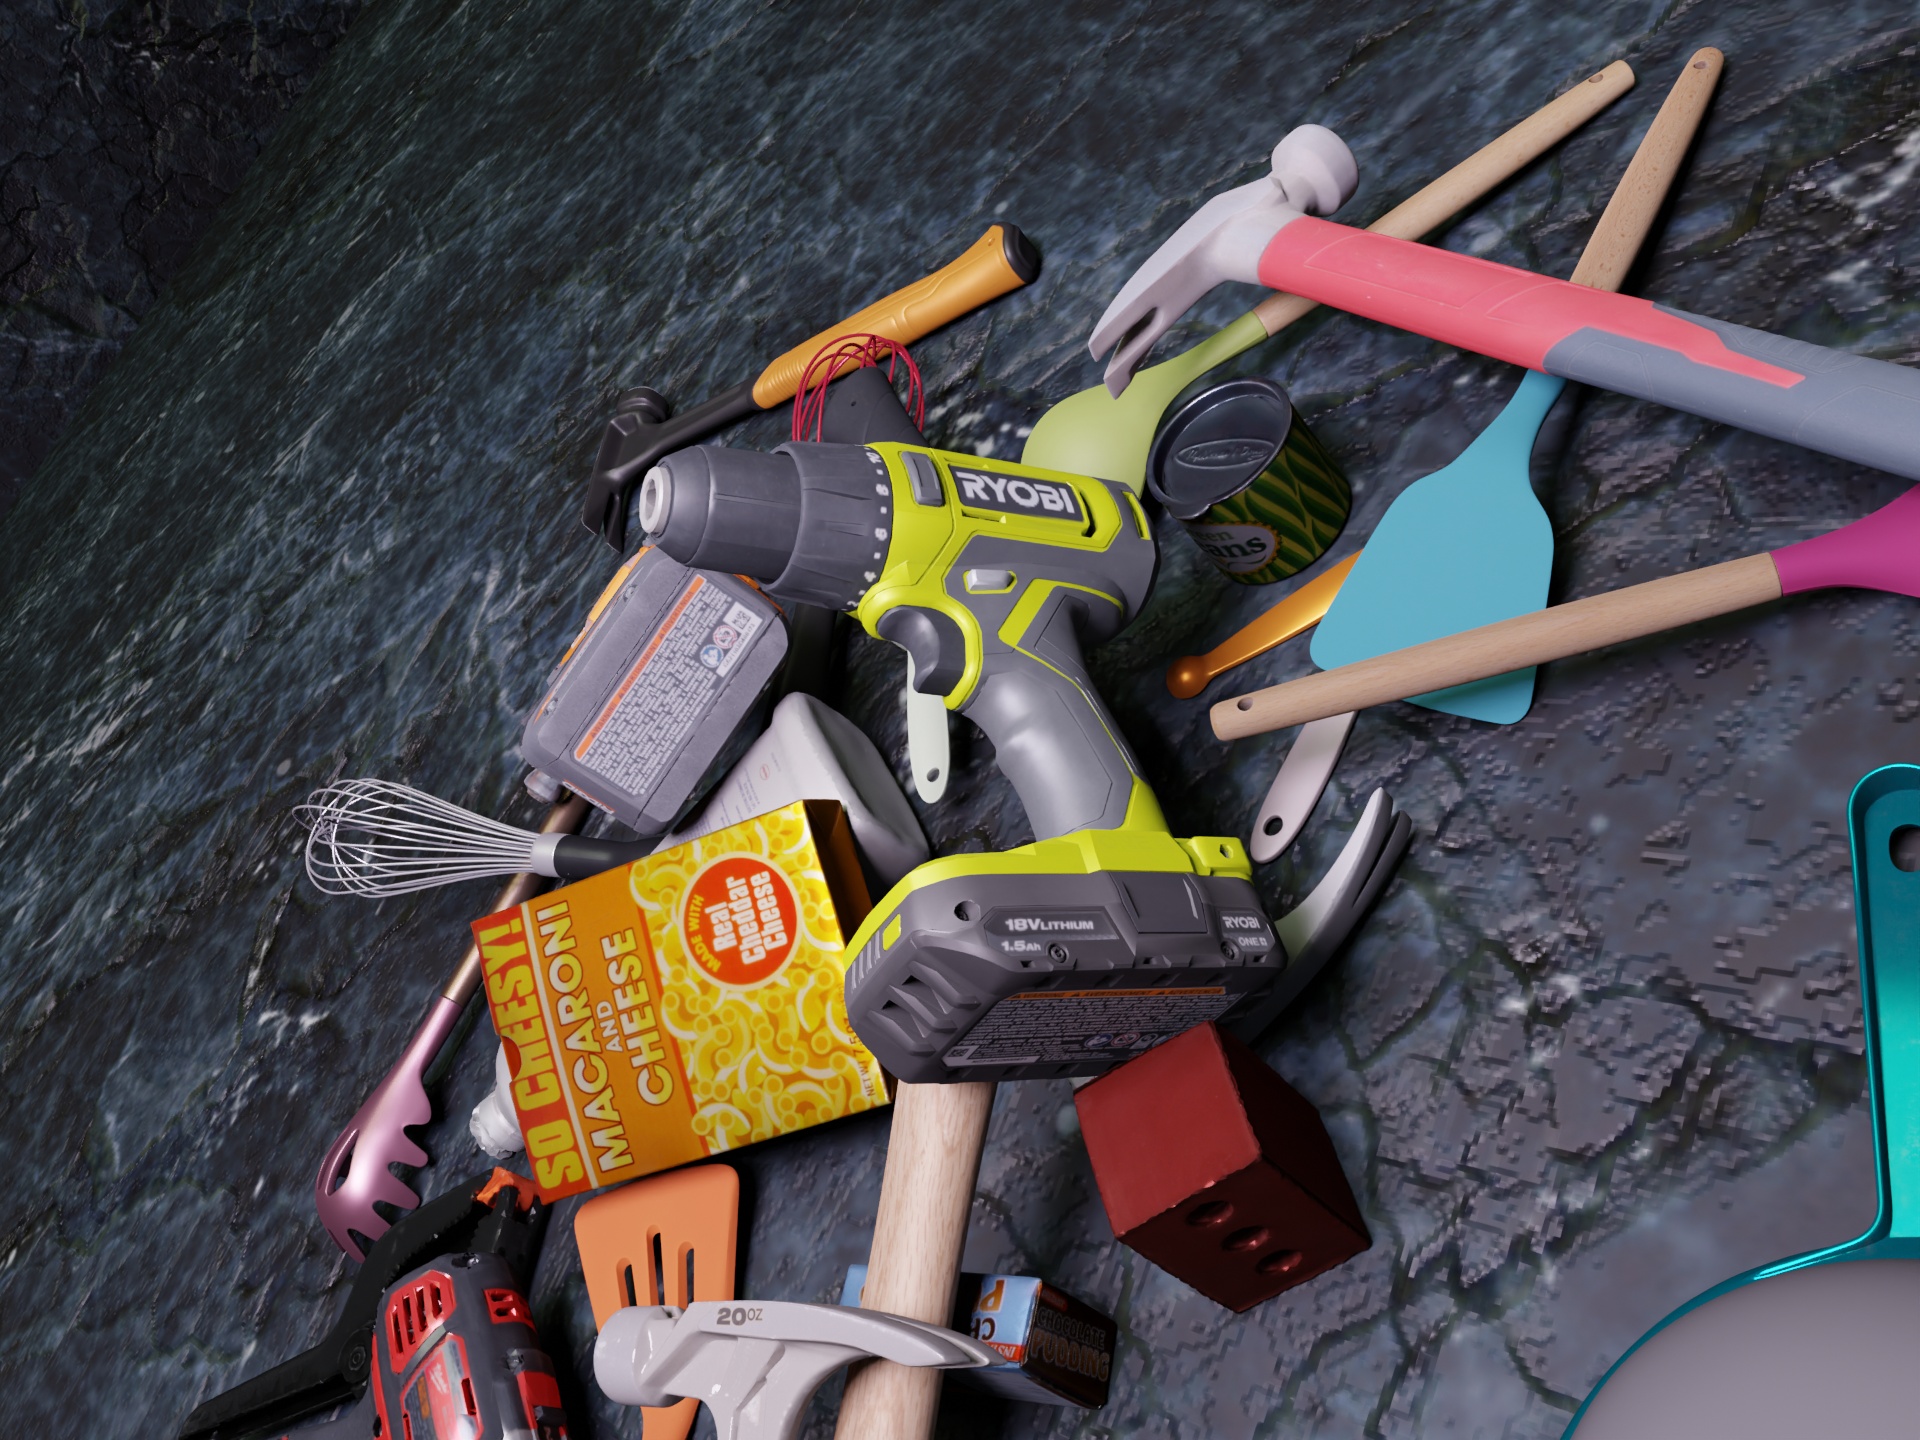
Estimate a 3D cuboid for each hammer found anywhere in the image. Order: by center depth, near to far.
[{"bbox_3d":[-0.061,0.347,0.427,0.149,0.036,0.359,-13,64,37],"label":"hammer"},{"bbox_3d":[-0.030,0.263,0.480,0.130,0.031,0.331,0,73,40],"label":"hammer"},{"bbox_3d":[0.211,-0.121,0.547,0.143,0.038,0.387,-45,45,-10],"label":"hammer"},{"bbox_3d":[0.028,-0.035,0.670,0.149,0.036,0.409,-40,48,11],"label":"hammer"},{"bbox_3d":[-0.099,-0.210,0.971,0.337,0.034,0.127,-19,47,31],"label":"hammer"}]

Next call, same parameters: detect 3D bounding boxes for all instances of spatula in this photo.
[{"bbox_3d":[-0.123,0.310,0.554,0.081,0.041,0.323,-19,38,18],"label":"spatula"},{"bbox_3d":[0.235,-0.144,0.613,0.082,0.044,0.317,20,67,30],"label":"spatula"}]

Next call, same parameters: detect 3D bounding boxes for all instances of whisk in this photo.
[{"bbox_3d":[-0.068,-0.084,0.824,0.073,0.073,0.296,-11,58,37],"label":"whisk"},{"bbox_3d":[-0.236,0.068,0.830,0.285,0.070,0.070,3,61,26],"label":"whisk"}]

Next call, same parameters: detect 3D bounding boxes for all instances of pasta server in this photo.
[{"bbox_3d":[-0.251,0.130,0.851,0.060,0.040,0.316,3,58,44],"label":"pasta server"}]

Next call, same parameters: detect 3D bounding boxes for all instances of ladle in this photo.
[{"bbox_3d":[0.161,-0.184,0.714,0.320,0.062,0.078,-34,41,8],"label":"ladle"}]

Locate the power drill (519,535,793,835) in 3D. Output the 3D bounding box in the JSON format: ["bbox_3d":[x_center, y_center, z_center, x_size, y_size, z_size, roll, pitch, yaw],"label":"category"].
[{"bbox_3d":[-0.163,-0.015,0.786,0.164,0.084,0.226,-56,16,-2],"label":"power drill"}]

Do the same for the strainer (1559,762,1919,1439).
[{"bbox_3d":[0.214,0.145,0.351,0.211,0.095,0.341,-11,54,37],"label":"strainer"}]

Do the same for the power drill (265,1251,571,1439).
[{"bbox_3d":[-0.246,0.339,0.613,0.226,0.080,0.188,-31,54,3],"label":"power drill"}]

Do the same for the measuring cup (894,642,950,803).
[{"bbox_3d":[-0.007,-0.029,0.743,0.083,0.038,0.168,-22,53,27],"label":"measuring cup"}]

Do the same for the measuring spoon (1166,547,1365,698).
[{"bbox_3d":[0.131,-0.044,0.643,0.117,0.011,0.021,-33,42,19],"label":"measuring spoon"}]

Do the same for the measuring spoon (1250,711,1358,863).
[{"bbox_3d":[0.137,-0.003,0.600,0.034,0.018,0.124,15,71,47],"label":"measuring spoon"}]

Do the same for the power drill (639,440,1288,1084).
[{"bbox_3d":[-0.001,-0.002,0.530,0.080,0.190,0.229,-54,42,43],"label":"power drill"}]

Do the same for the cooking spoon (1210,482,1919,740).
[{"bbox_3d":[0.233,-0.039,0.509,0.319,0.017,0.069,-16,49,21],"label":"cooking spoon"}]
